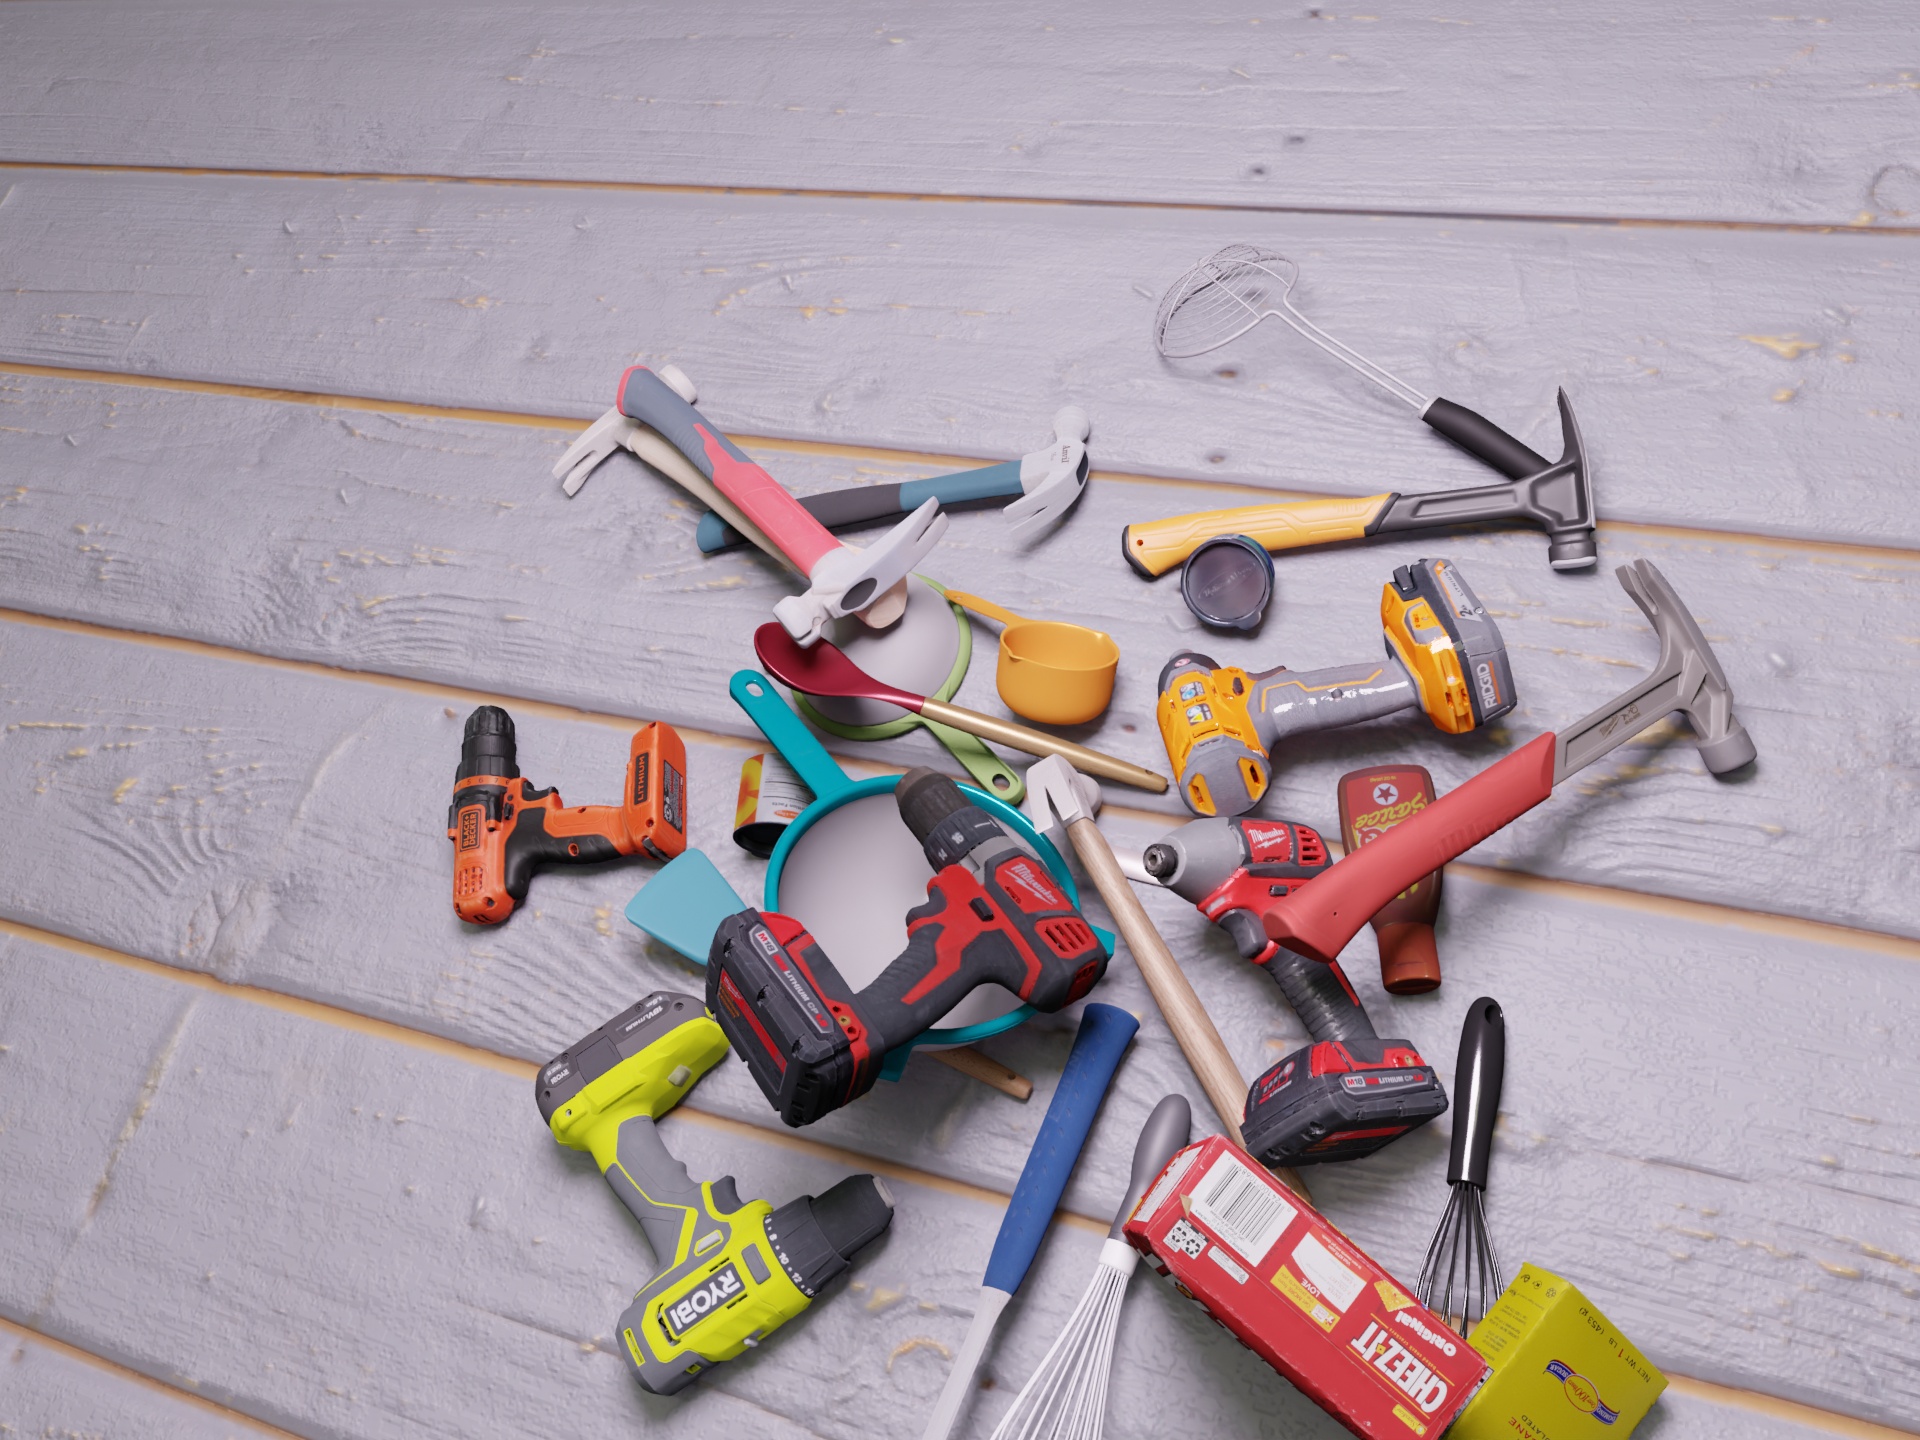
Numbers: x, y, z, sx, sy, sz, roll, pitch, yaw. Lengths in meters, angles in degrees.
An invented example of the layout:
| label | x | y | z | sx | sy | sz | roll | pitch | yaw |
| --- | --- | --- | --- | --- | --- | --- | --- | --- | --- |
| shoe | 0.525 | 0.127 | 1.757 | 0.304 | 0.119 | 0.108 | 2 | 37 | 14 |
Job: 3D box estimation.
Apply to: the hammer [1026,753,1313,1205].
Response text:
| label | x | y | z | sx | sy | sz | roll | pitch | yaw |
| --- | --- | --- | --- | --- | --- | --- | --- | --- | --- |
| hammer | 0.130 | 0.164 | 1.026 | 0.031 | 0.130 | 0.332 | -33 | 68 | 11 |

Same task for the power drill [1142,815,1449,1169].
| label | x | y | z | sx | sy | sz | roll | pitch | yaw |
| --- | --- | --- | --- | --- | --- | --- | --- | --- | --- |
| power drill | 0.198 | 0.158 | 0.989 | 0.078 | 0.143 | 0.220 | -47 | 49 | 39 |

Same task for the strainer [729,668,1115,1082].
| label | x | y | z | sx | sy | sz | roll | pitch | yaw |
| --- | --- | --- | --- | --- | --- | --- | --- | --- | --- |
| strainer | -0.068 | 0.103 | 1.104 | 0.211 | 0.095 | 0.341 | -24 | 57 | -30 |

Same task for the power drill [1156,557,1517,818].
| label | x | y | z | sx | sy | sz | roll | pitch | yaw |
| --- | --- | --- | --- | --- | --- | --- | --- | --- | --- |
| power drill | 0.245 | -0.029 | 1.097 | 0.226 | 0.084 | 0.164 | -21 | 33 | 8 |

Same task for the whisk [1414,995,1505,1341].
| label | x | y | z | sx | sy | sz | roll | pitch | yaw |
| --- | --- | --- | --- | --- | --- | --- | --- | --- | --- |
| whisk | 0.305 | 0.277 | 0.948 | 0.055 | 0.055 | 0.239 | 6 | 60 | 19 |

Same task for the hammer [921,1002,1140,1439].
| label | x | y | z | sx | sy | sz | roll | pitch | yaw |
| --- | --- | --- | --- | --- | --- | --- | --- | --- | --- |
| hammer | 0.014 | 0.358 | 0.970 | 0.144 | 0.035 | 0.406 | -19 | 38 | 56 |

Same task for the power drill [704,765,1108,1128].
| label | x | y | z | sx | sy | sz | roll | pitch | yaw |
| --- | --- | --- | --- | --- | --- | --- | --- | --- | --- |
| power drill | -0.043 | 0.126 | 0.976 | 0.226 | 0.080 | 0.188 | -21 | 57 | -32 |

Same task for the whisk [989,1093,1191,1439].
| label | x | y | z | sx | sy | sz | roll | pitch | yaw |
| --- | --- | --- | --- | --- | --- | --- | --- | --- | --- |
| whisk | 0.085 | 0.357 | 0.964 | 0.070 | 0.070 | 0.285 | 15 | 63 | 23 |

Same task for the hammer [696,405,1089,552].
| label | x | y | z | sx | sy | sz | roll | pitch | yaw |
| --- | --- | --- | --- | --- | --- | --- | --- | --- | --- |
| hammer | -0.059 | -0.180 | 1.295 | 0.331 | 0.033 | 0.128 | -8 | 44 | 16 |

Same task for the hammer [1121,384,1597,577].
| label | x | y | z | sx | sy | sz | roll | pitch | yaw |
| --- | --- | --- | --- | --- | --- | --- | --- | --- | --- |
| hammer | 0.285 | -0.157 | 1.173 | 0.337 | 0.034 | 0.127 | -6 | 86 | 17 |

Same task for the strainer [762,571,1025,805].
| label | x | y | z | sx | sy | sz | roll | pitch | yaw |
| --- | --- | --- | --- | --- | --- | --- | --- | --- | --- |
| strainer | -0.040 | -0.033 | 1.198 | 0.151 | 0.069 | 0.257 | -40 | 58 | -7 |

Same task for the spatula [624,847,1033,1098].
| label | x | y | z | sx | sy | sz | roll | pitch | yaw |
| --- | --- | --- | --- | --- | --- | --- | --- | --- | --- |
| spatula | -0.089 | 0.185 | 1.112 | 0.318 | 0.044 | 0.082 | 22 | 44 | 23 |

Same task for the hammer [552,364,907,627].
| label | x | y | z | sx | sy | sz | roll | pitch | yaw |
| --- | --- | --- | --- | --- | --- | --- | --- | --- | --- |
| hammer | -0.185 | -0.169 | 1.288 | 0.146 | 0.038 | 0.411 | -43 | 49 | -10 |

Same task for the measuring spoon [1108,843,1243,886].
| label | x | y | z | sx | sy | sz | roll | pitch | yaw |
| --- | --- | --- | --- | --- | --- | --- | --- | --- | --- |
| measuring spoon | 0.139 | 0.104 | 1.103 | 0.124 | 0.018 | 0.034 | 14 | 68 | 24 |

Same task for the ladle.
| label | x | y | z | sx | sy | sz | roll | pitch | yaw |
| --- | --- | --- | --- | --- | --- | --- | --- | --- | --- |
| ladle | -0.002 | -0.004 | 1.146 | 0.315 | 0.031 | 0.069 | 19 | 36 | 4 |

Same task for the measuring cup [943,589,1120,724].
| label | x | y | z | sx | sy | sz | roll | pitch | yaw |
| --- | --- | --- | --- | --- | --- | --- | --- | --- | --- |
| measuring cup | 0.042 | -0.049 | 1.187 | 0.095 | 0.052 | 0.174 | -14 | 31 | -38 |

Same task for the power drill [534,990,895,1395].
| label | x | y | z | sx | sy | sz | roll | pitch | yaw |
| --- | --- | --- | --- | --- | --- | --- | --- | --- | --- |
| power drill | -0.168 | 0.298 | 1.058 | 0.190 | 0.080 | 0.229 | -34 | 61 | -3 |

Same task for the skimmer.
| label | x | y | z | sx | sy | sz | roll | pitch | yaw |
| --- | --- | --- | --- | --- | --- | --- | --- | --- | --- |
| skimmer | 0.310 | -0.261 | 1.241 | 0.363 | 0.090 | 0.127 | 38 | 75 | 19 |

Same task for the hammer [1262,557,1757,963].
| label | x | y | z | sx | sy | sz | roll | pitch | yaw |
| --- | --- | --- | --- | --- | --- | --- | --- | --- | --- |
| hammer | 0.332 | 0.036 | 0.985 | 0.359 | 0.036 | 0.149 | -28 | 87 | -18 |

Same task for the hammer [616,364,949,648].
| label | x | y | z | sx | sy | sz | roll | pitch | yaw |
| --- | --- | --- | --- | --- | --- | --- | --- | --- | --- |
| hammer | -0.163 | -0.201 | 1.252 | 0.143 | 0.038 | 0.387 | -39 | 49 | -7 |
